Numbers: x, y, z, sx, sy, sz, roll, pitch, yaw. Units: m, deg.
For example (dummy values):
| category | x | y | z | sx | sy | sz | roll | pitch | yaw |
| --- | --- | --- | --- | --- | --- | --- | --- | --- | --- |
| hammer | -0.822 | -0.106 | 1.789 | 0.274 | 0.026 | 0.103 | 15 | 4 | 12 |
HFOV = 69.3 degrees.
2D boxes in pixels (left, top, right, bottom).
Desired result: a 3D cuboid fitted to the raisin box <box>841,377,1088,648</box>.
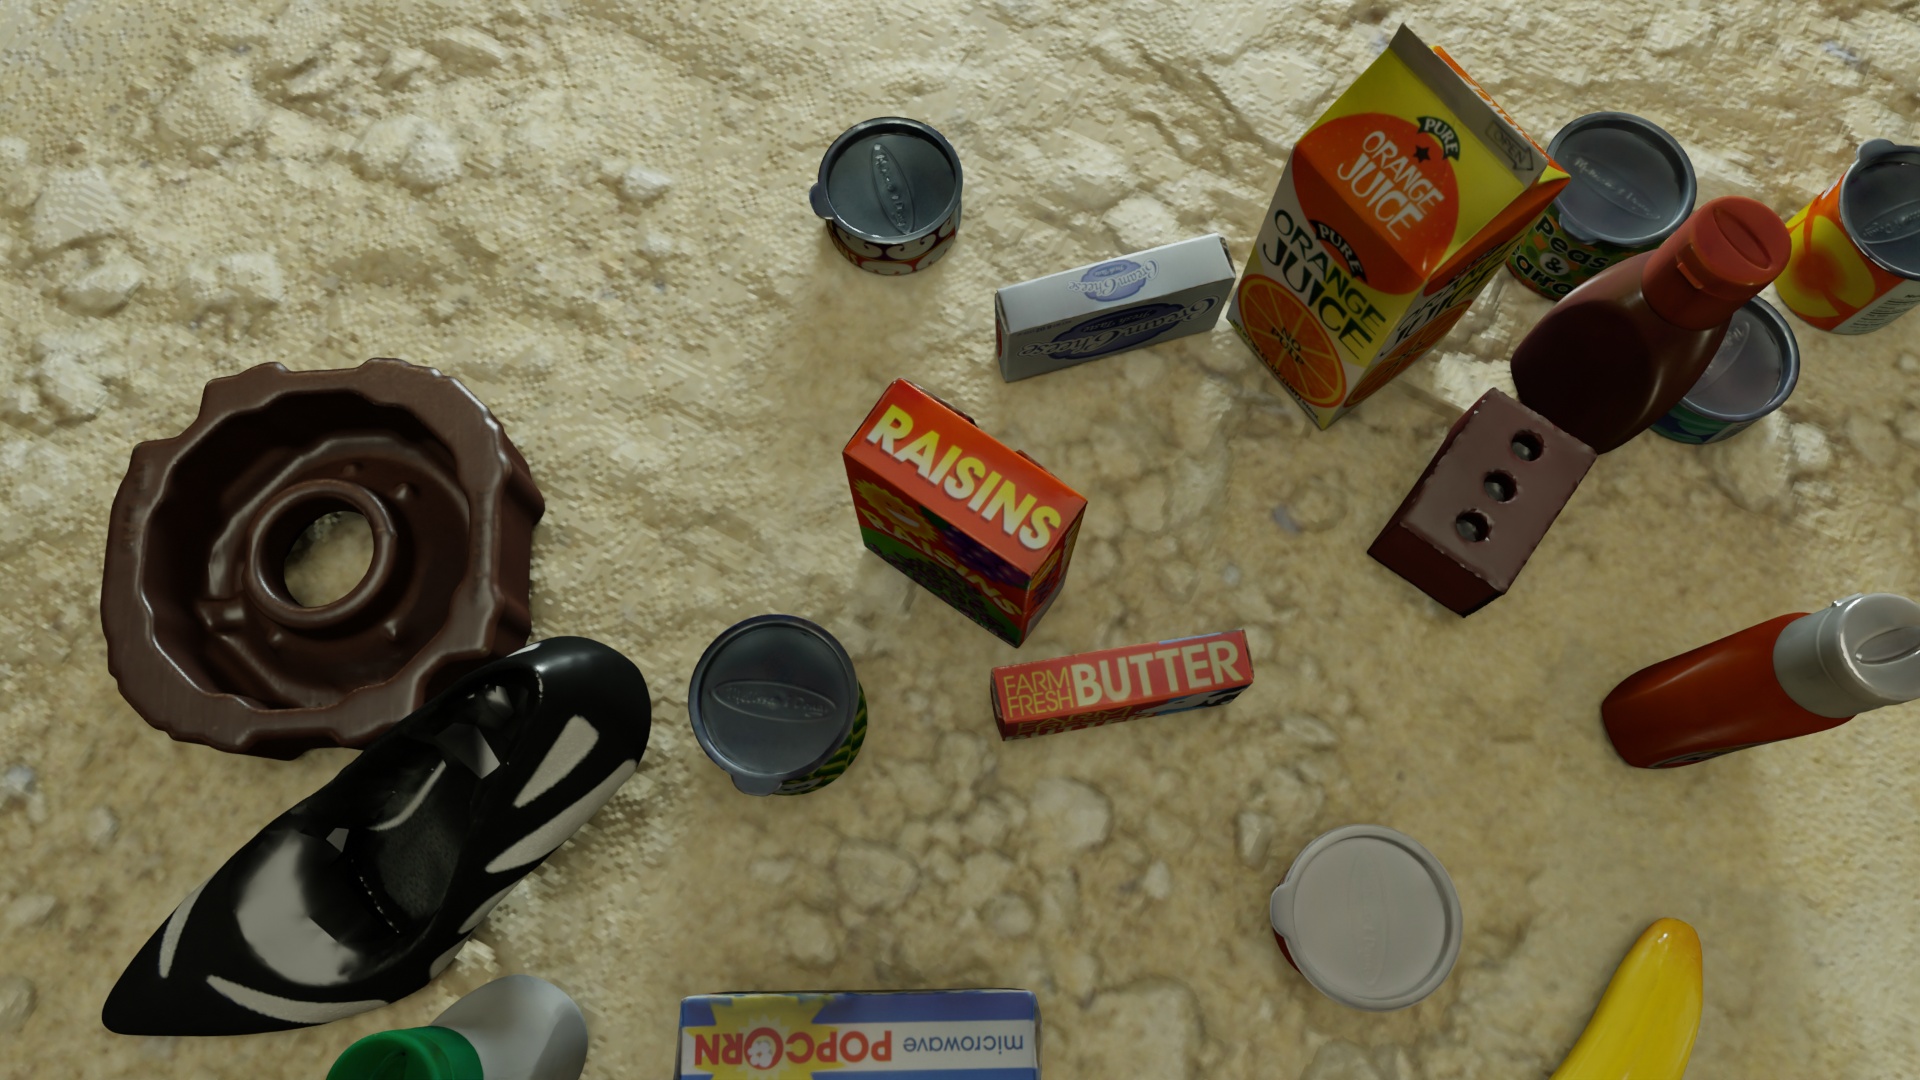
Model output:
| category | x | y | z | sx | sy | sz | roll | pitch | yaw |
| --- | --- | --- | --- | --- | --- | --- | --- | --- | --- |
| raisin box | 0.002 | -0.007 | 0.552 | 0.086 | 0.123 | 0.040 | 34 | 77 | 10 |

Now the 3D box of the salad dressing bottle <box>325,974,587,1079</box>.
| category | x | y | z | sx | sy | sz | roll | pitch | yaw |
| --- | --- | --- | --- | --- | --- | --- | --- | --- | --- |
| salad dressing bottle | -0.171 | 0.185 | 0.482 | 0.044 | 0.147 | 0.064 | 24 | 75 | 7 |

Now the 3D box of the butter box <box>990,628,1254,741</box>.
| category | x | y | z | sx | sy | sz | roll | pitch | yaw |
| --- | --- | --- | --- | --- | --- | --- | --- | --- | --- |
| butter box | 0.064 | 0.060 | 0.568 | 0.103 | 0.053 | 0.024 | -9 | 74 | -2 |

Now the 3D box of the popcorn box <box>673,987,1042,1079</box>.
| category | x | y | z | sx | sy | sz | roll | pitch | yaw |
| --- | --- | --- | --- | --- | --- | --- | --- | --- | --- |
| popcorn box | -0.035 | 0.186 | 0.513 | 0.127 | 0.085 | 0.038 | -1 | 74 | 0 |

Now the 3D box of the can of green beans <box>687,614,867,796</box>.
| category | x | y | z | sx | sy | sz | roll | pitch | yaw |
| --- | --- | --- | --- | --- | --- | --- | --- | --- | --- |
| can of green beans | -0.072 | 0.068 | 0.563 | 0.071 | 0.057 | 0.071 | 0 | 73 | 0 |

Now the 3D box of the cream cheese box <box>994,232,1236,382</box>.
| category | x | y | z | sx | sy | sz | roll | pitch | yaw |
| --- | --- | --- | --- | --- | --- | --- | --- | --- | --- |
| cream cheese box | 0.066 | -0.103 | 0.617 | 0.104 | 0.053 | 0.024 | -15 | 74 | -4 |

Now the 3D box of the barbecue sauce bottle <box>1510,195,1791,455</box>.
| category | x | y | z | sx | sy | sz | roll | pitch | yaw |
| --- | --- | --- | --- | --- | --- | --- | --- | --- | --- |
| barbecue sauce bottle | 0.276 | -0.086 | 0.562 | 0.044 | 0.148 | 0.065 | -32 | 76 | -8 |

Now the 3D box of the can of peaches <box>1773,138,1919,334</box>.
| category | x | y | z | sx | sy | sz | roll | pitch | yaw |
| --- | --- | --- | --- | --- | --- | --- | --- | --- | --- |
| can of peaches | 0.410 | -0.135 | 0.623 | 0.071 | 0.058 | 0.071 | 0 | 73 | 0 |

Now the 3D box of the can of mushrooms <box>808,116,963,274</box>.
| category | x | y | z | sx | sy | sz | roll | pitch | yaw |
| --- | --- | --- | --- | --- | --- | --- | --- | --- | --- |
| can of mushrooms | -0.034 | -0.159 | 0.644 | 0.071 | 0.033 | 0.071 | 0 | 73 | 0 |

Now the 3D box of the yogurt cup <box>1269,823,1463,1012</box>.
| category | x | y | z | sx | sy | sz | roll | pitch | yaw |
| --- | --- | --- | --- | --- | --- | --- | --- | --- | --- |
| yogurt cup | 0.154 | 0.147 | 0.541 | 0.072 | 0.053 | 0.072 | 0 | 73 | 0 |

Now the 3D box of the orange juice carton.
| category | x | y | z | sx | sy | sz | roll | pitch | yaw |
| --- | --- | --- | --- | --- | --- | --- | --- | --- | --- |
| orange juice carton | 0.170 | -0.122 | 0.550 | 0.073 | 0.192 | 0.072 | -35 | 77 | -9 |

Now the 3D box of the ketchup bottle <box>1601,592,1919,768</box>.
| category | x | y | z | sx | sy | sz | roll | pitch | yaw |
| --- | --- | --- | --- | --- | --- | --- | --- | --- | --- |
| ketchup bottle | 0.301 | 0.054 | 0.519 | 0.065 | 0.148 | 0.043 | -18 | 75 | -5 |

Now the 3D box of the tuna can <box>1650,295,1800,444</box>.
| category | x | y | z | sx | sy | sz | roll | pitch | yaw |
| --- | --- | --- | --- | --- | --- | --- | --- | --- | --- |
| tuna can | 0.330 | -0.080 | 0.620 | 0.071 | 0.032 | 0.071 | 0 | 73 | 0 |

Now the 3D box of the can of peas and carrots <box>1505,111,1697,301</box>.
| category | x | y | z | sx | sy | sz | roll | pitch | yaw |
| --- | --- | --- | --- | --- | --- | --- | --- | --- | --- |
| can of peas and carrots | 0.284 | -0.147 | 0.627 | 0.071 | 0.058 | 0.071 | 0 | 73 | 0 |
